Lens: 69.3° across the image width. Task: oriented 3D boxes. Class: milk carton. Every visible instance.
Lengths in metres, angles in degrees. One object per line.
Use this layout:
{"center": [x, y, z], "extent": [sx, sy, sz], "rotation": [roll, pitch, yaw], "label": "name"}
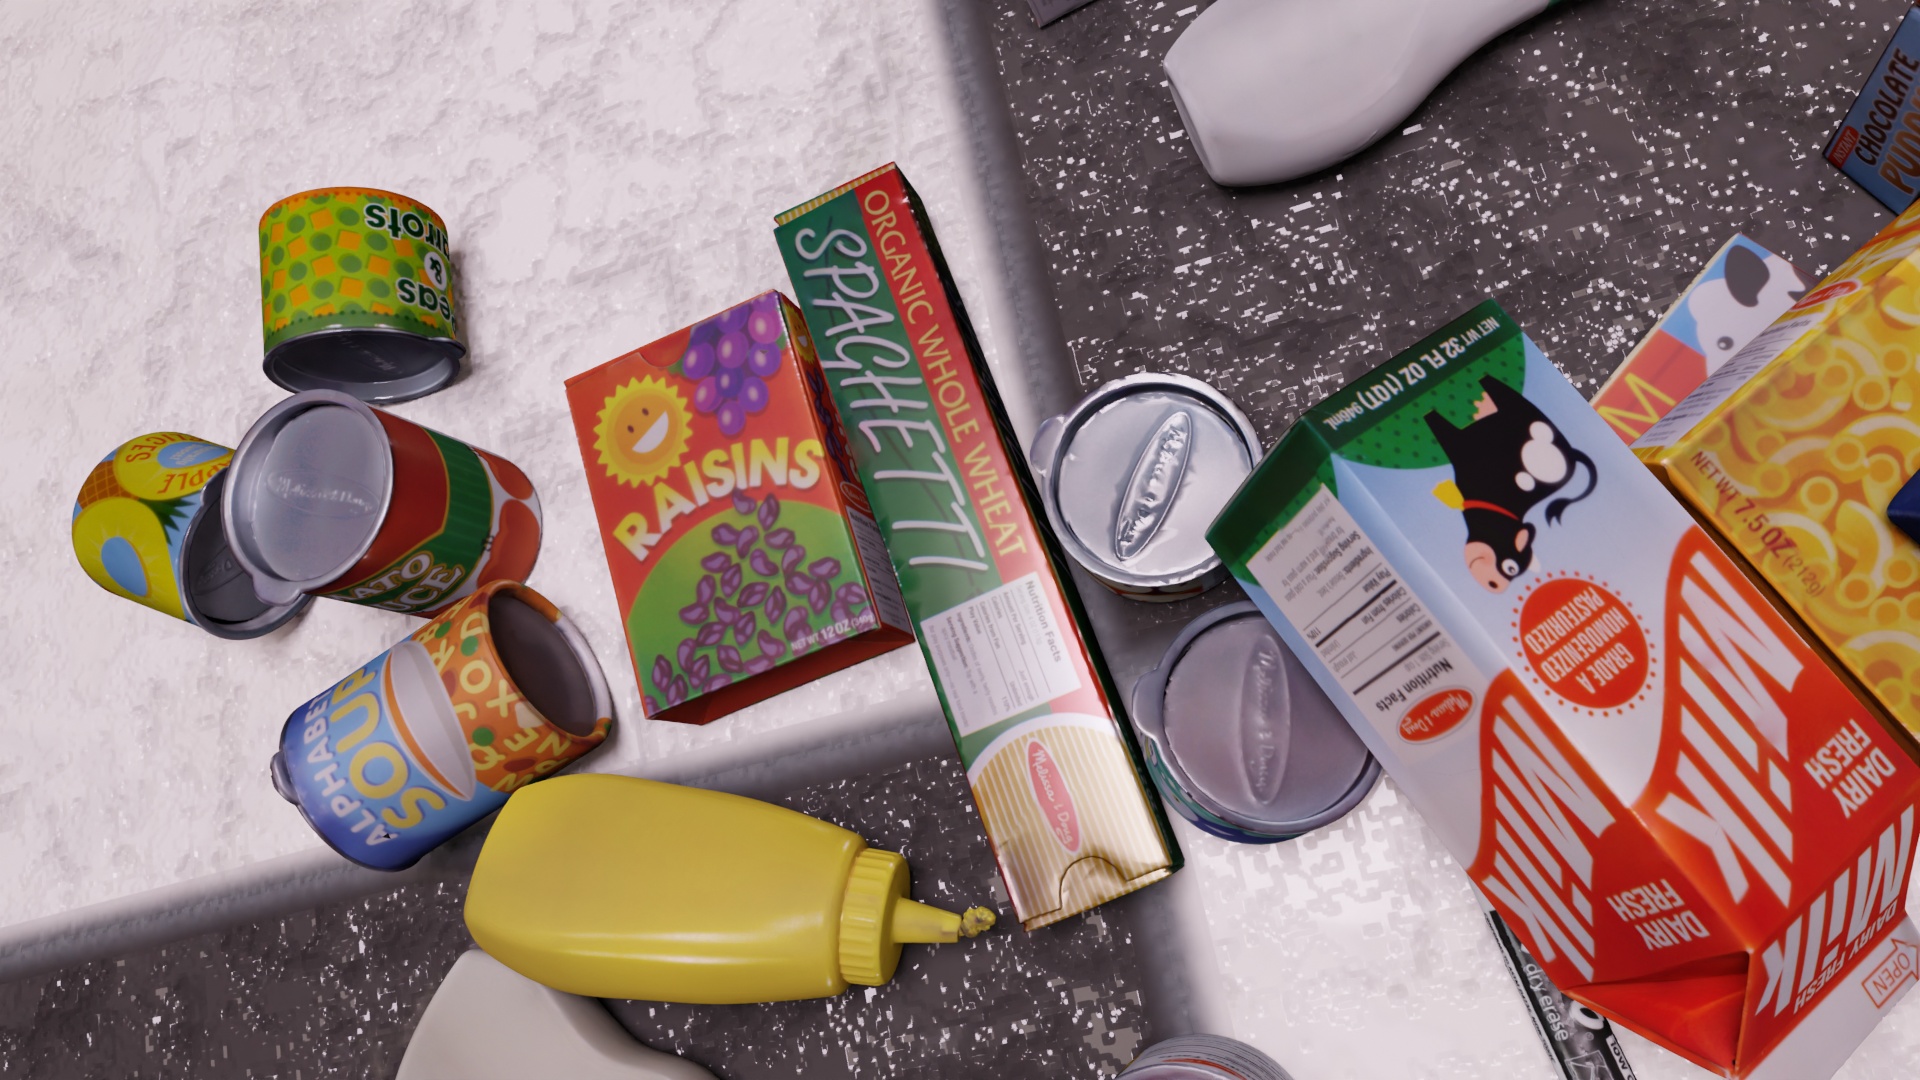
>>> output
{"center": [0.155, 0.042, 0.346], "extent": [0.072, 0.073, 0.191], "rotation": [-30, 74, -22], "label": "milk carton"}

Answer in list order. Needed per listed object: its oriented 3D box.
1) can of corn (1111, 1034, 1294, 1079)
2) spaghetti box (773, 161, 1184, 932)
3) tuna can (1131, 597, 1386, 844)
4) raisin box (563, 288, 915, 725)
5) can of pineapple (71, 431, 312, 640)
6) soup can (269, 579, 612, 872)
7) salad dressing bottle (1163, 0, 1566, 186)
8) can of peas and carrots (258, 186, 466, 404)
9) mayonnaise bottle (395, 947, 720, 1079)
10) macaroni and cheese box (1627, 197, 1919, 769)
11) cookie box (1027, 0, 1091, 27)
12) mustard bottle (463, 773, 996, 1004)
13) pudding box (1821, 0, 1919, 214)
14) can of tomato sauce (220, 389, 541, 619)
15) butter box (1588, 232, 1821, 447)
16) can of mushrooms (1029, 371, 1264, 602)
{"center": [0.063, 0.173, 0.373], "extent": [0.071, 0.058, 0.071], "rotation": [-3, 78, 17], "label": "can of corn"}
{"center": [0.002, -0.006, 0.445], "extent": [0.050, 0.028, 0.250], "rotation": [-24, 73, 11], "label": "spaghetti box"}
{"center": [0.082, 0.052, 0.395], "extent": [0.071, 0.032, 0.071], "rotation": [0, 71, 0], "label": "tuna can"}
{"center": [-0.076, -0.011, 0.465], "extent": [0.086, 0.040, 0.123], "rotation": [-22, 72, 13], "label": "raisin box"}
{"center": [-0.278, -0.004, 0.512], "extent": [0.058, 0.071, 0.071], "rotation": [16, 84, 20], "label": "can of pineapple"}
{"center": [-0.171, 0.061, 0.463], "extent": [0.083, 0.071, 0.071], "rotation": [-33, 71, 9], "label": "soup can"}
{"center": [0.138, -0.162, 0.428], "extent": [0.147, 0.044, 0.064], "rotation": [-24, 71, 10], "label": "salad dressing bottle"}
{"center": [-0.220, -0.090, 0.513], "extent": [0.071, 0.071, 0.059], "rotation": [-14, 75, 14], "label": "can of peas and carrots"}
{"center": [-0.105, 0.185, 0.433], "extent": [0.148, 0.041, 0.065], "rotation": [22, 82, 19], "label": "mayonnaise bottle"}
{"center": [0.271, -0.030, 0.343], "extent": [0.166, 0.040, 0.124], "rotation": [-42, 88, 5], "label": "macaroni and cheese box"}
{"center": [0.078, -0.270, 0.470], "extent": [0.167, 0.040, 0.123], "rotation": [-23, 73, 12], "label": "cookie box"}
{"center": [-0.068, 0.112, 0.428], "extent": [0.160, 0.048, 0.065], "rotation": [5, 52, 12], "label": "mustard bottle"}
{"center": [0.263, -0.125, 0.358], "extent": [0.049, 0.083, 0.030], "rotation": [-43, 70, 6], "label": "pudding box"}
{"center": [-0.196, -0.007, 0.478], "extent": [0.071, 0.083, 0.071], "rotation": [-3, 78, 17], "label": "can of tomato sauce"}
{"center": [0.204, -0.029, 0.389], "extent": [0.053, 0.024, 0.103], "rotation": [41, 92, 21], "label": "butter box"}
{"center": [0.058, -0.016, 0.425], "extent": [0.071, 0.033, 0.071], "rotation": [-3, 77, 13], "label": "can of mushrooms"}
